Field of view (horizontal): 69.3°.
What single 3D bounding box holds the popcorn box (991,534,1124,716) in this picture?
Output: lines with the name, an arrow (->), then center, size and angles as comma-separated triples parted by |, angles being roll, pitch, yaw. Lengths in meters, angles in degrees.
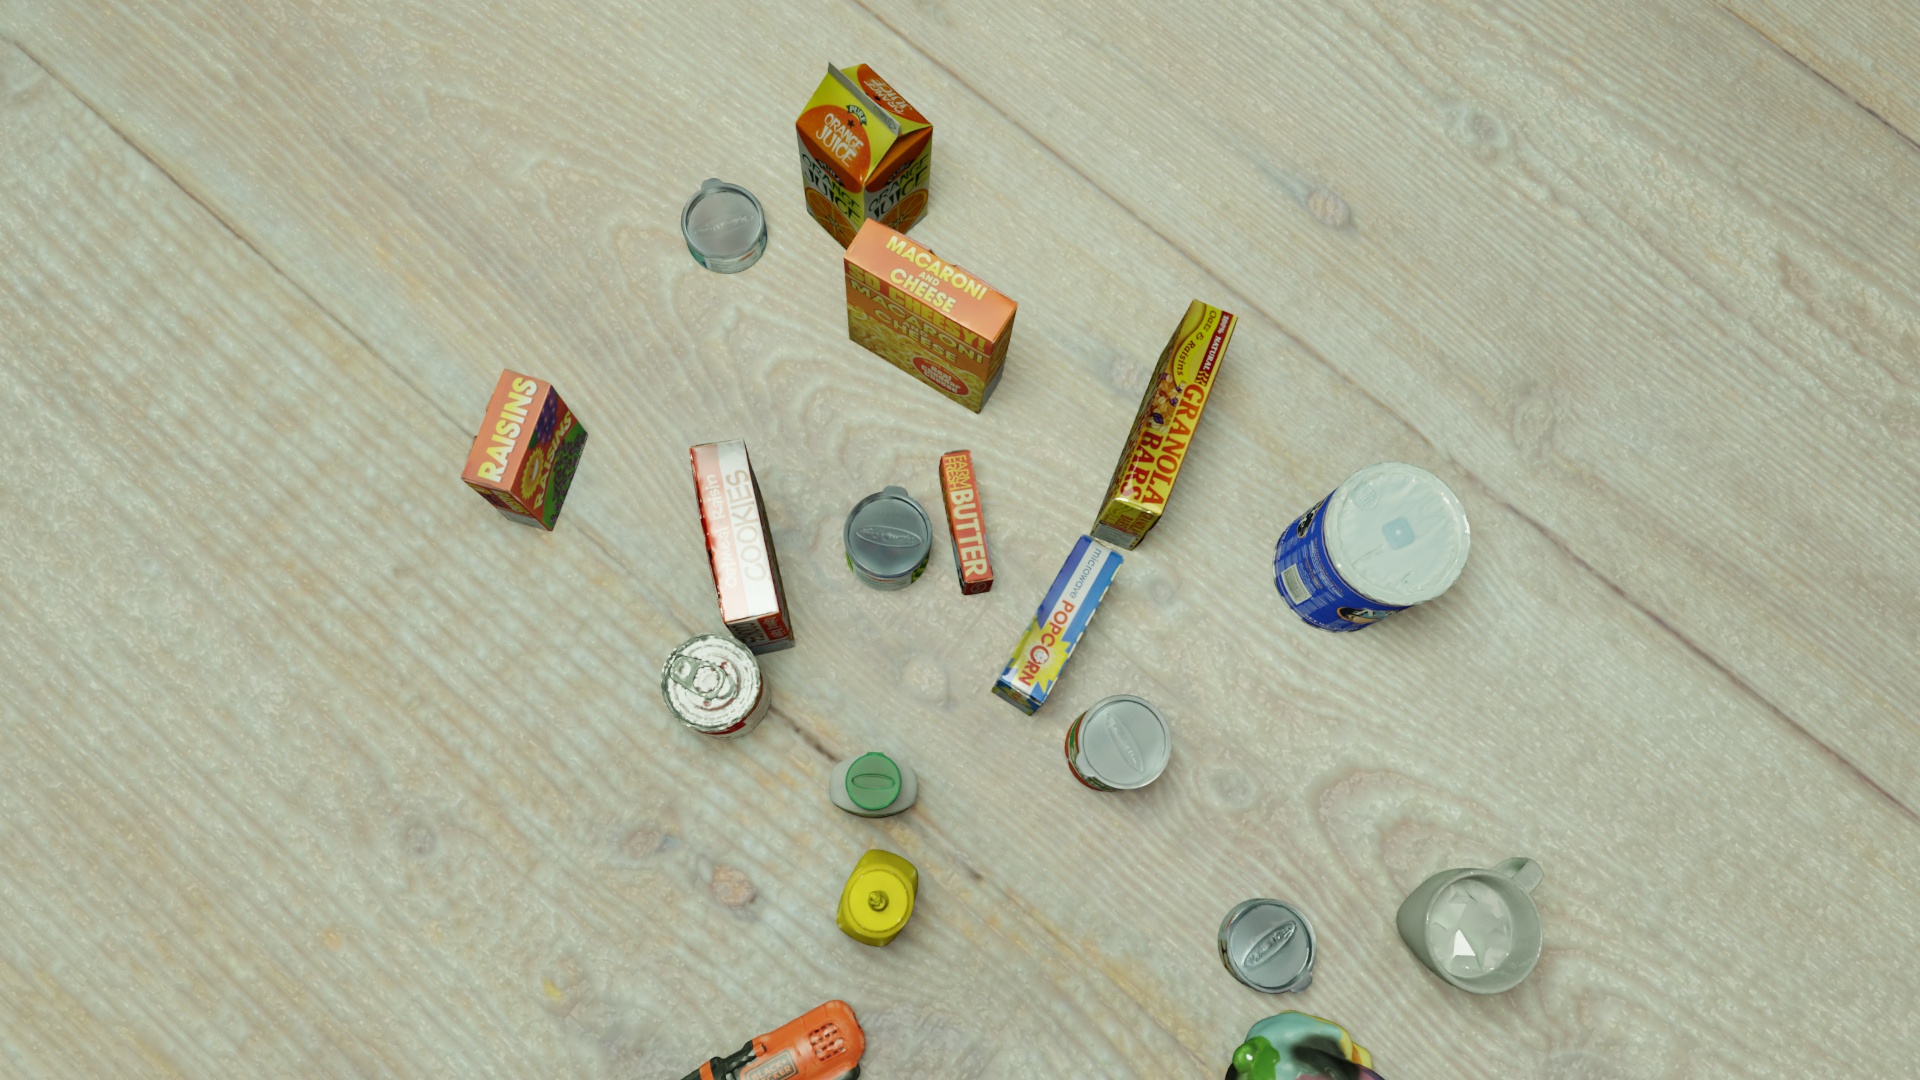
popcorn box -> 0.071, 0.064, 1.031 | 0.038, 0.085, 0.127 | 30, 78, 3

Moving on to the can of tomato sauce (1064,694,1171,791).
can of tomato sauce -> 0.112, 0.151, 1.014 | 0.071, 0.083, 0.071 | 1, 78, -3

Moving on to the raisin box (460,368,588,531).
raisin box -> -0.317, -0.064, 1.018 | 0.040, 0.123, 0.086 | 17, 77, 1

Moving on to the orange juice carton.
orange juice carton -> -0.072, -0.288, 1.047 | 0.073, 0.192, 0.072 | -44, 83, -11

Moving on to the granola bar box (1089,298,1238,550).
granola bar box -> 0.152, -0.084, 1.049 | 0.039, 0.124, 0.166 | 22, 77, 2

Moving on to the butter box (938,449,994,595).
butter box -> 0.004, -0.013, 1.061 | 0.024, 0.053, 0.103 | -9, 78, -5

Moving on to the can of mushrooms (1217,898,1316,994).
can of mushrooms -> 0.224, 0.297, 1.013 | 0.071, 0.033, 0.071 | 1, 77, -3

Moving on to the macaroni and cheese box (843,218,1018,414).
macaroni and cheese box -> -0.025, -0.164, 1.035 | 0.124, 0.166, 0.040 | 30, 78, 4

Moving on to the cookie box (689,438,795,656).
cookie box -> -0.154, 0.010, 0.988 | 0.040, 0.167, 0.123 | -13, 79, -6

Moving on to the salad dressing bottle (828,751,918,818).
salad dressing bottle -> -0.061, 0.170, 0.967 | 0.064, 0.147, 0.044 | 4, 78, -2

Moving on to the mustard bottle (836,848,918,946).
mustard bottle -> -0.056, 0.245, 0.944 | 0.049, 0.160, 0.065 | 23, 78, 2

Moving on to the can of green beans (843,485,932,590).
can of green beans -> -0.055, 0.002, 1.052 | 0.071, 0.057, 0.071 | 1, 77, -3

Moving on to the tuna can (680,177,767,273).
tuna can -> -0.190, -0.252, 1.114 | 0.071, 0.032, 0.071 | 1, 77, -3
